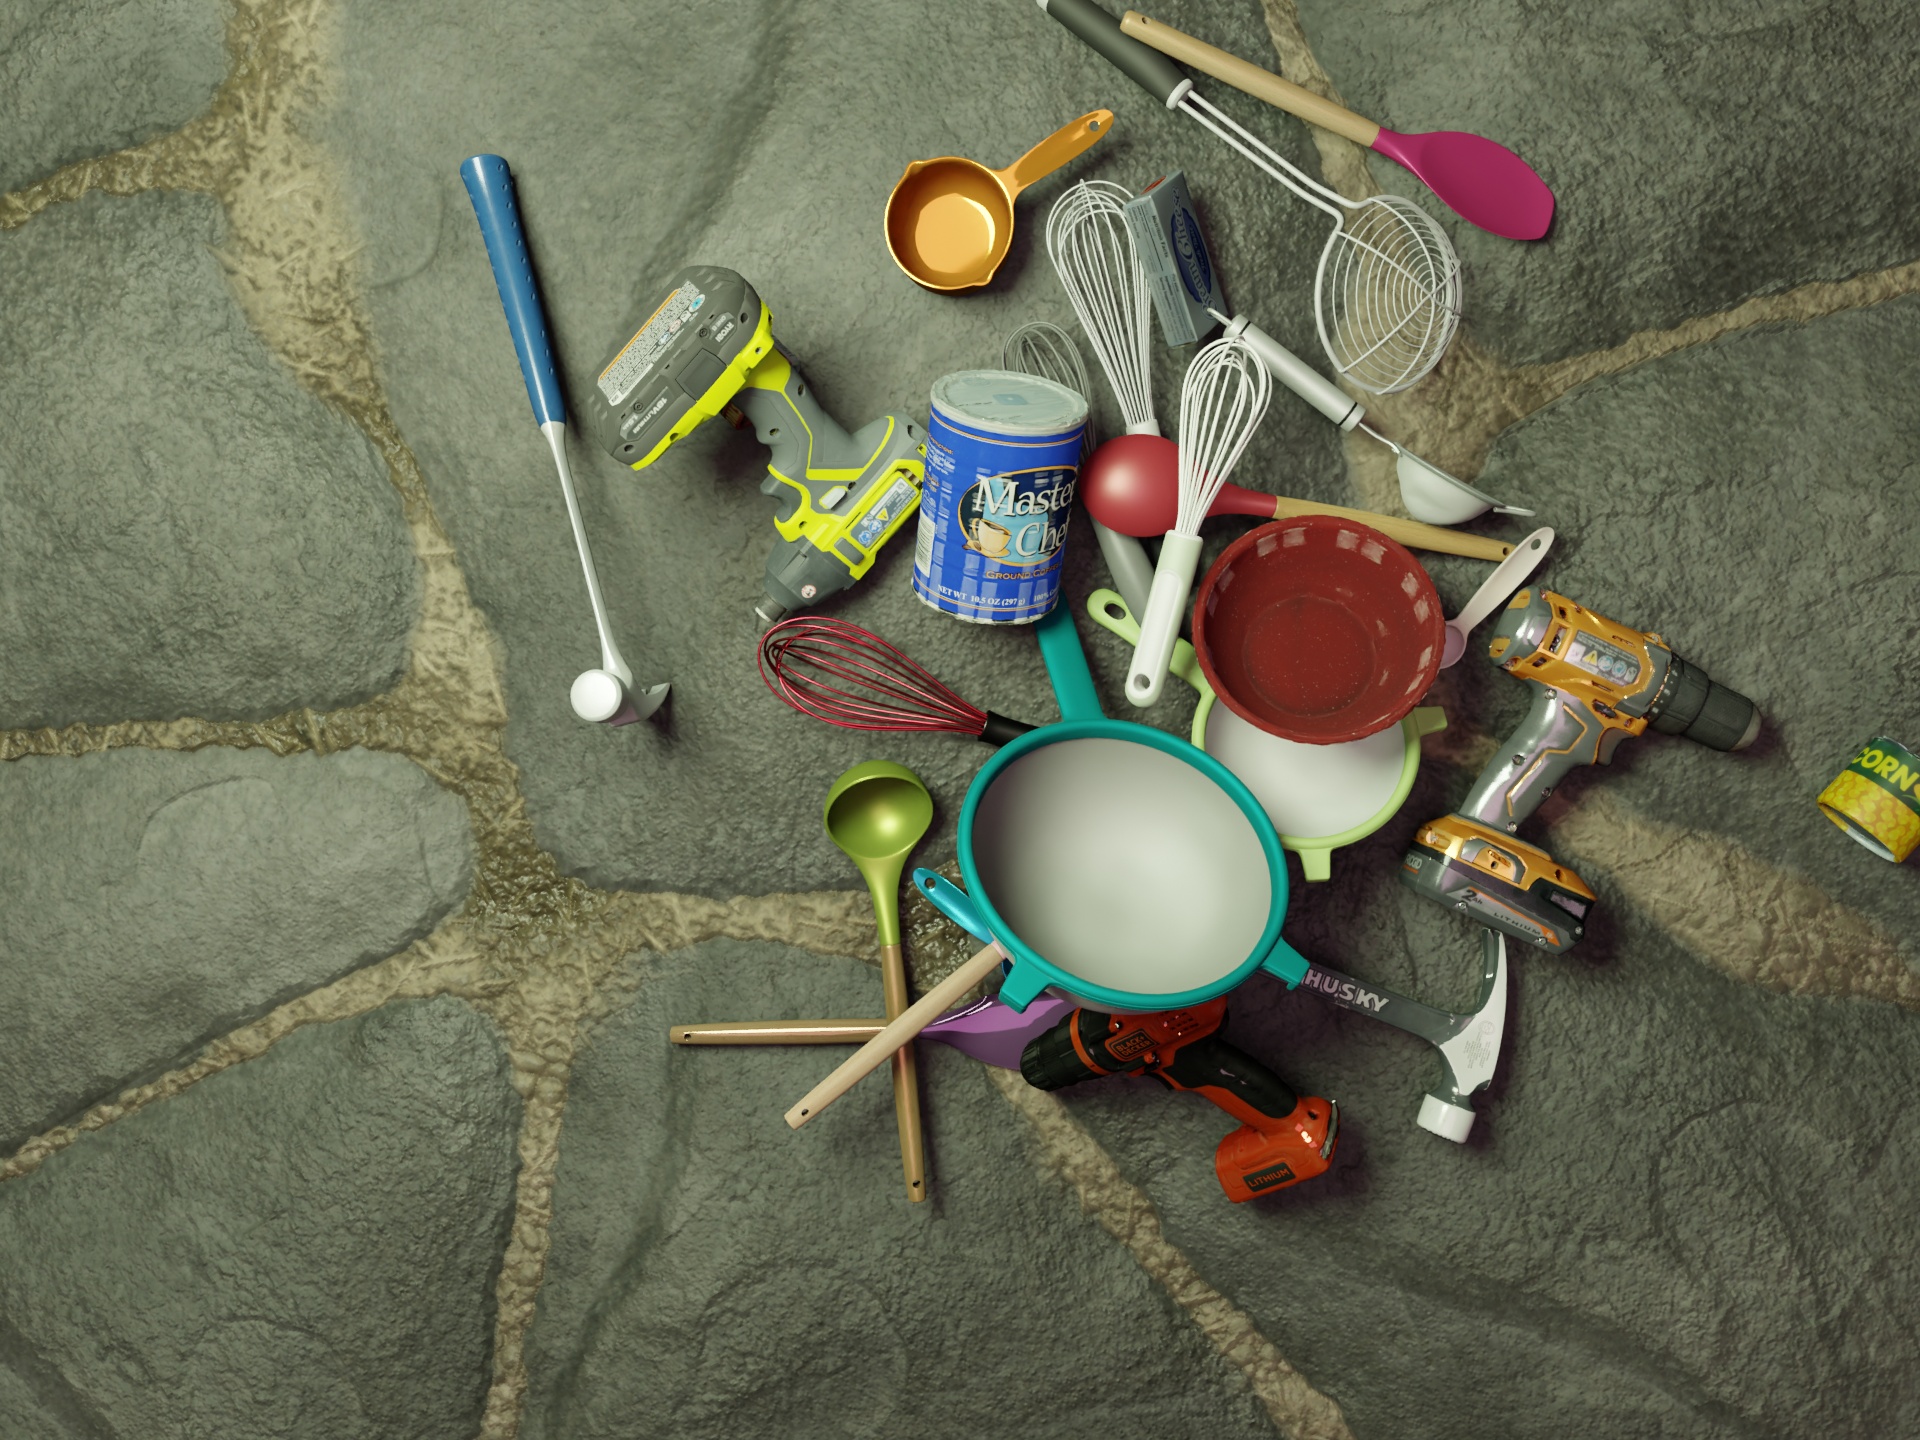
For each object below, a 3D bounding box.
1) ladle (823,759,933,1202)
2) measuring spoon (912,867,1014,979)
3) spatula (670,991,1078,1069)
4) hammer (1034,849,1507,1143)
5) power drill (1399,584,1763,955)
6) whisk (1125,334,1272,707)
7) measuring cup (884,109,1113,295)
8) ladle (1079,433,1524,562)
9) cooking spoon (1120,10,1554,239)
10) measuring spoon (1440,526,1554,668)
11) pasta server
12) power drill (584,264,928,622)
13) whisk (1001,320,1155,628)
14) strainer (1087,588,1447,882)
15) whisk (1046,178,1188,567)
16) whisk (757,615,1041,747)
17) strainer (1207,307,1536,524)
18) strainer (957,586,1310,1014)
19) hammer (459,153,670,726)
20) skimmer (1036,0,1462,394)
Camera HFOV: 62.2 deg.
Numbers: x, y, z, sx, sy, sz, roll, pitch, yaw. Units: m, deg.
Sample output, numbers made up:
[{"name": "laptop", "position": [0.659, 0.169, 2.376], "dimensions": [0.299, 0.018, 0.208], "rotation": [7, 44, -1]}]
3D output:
[{"name": "ladle", "position": [-0.046, 0.187, 1.130], "dimensions": [0.078, 0.062, 0.320], "rotation": [-6, 91, -7]}, {"name": "measuring spoon", "position": [0.018, 0.148, 1.157], "dimensions": [0.128, 0.021, 0.042], "rotation": [38, 97, 9]}, {"name": "spatula", "position": [-0.056, 0.229, 1.166], "dimensions": [0.316, 0.018, 0.060], "rotation": [-1, 96, 3]}, {"name": "hammer", "position": [0.191, 0.152, 1.102], "dimensions": [0.409, 0.036, 0.149], "rotation": [22, 86, -5]}, {"name": "power drill", "position": [0.423, 0.043, 1.087], "dimensions": [0.185, 0.084, 0.226], "rotation": [24, 92, -1]}, {"name": "whisk", "position": [0.147, -0.127, 1.028], "dimensions": [0.058, 0.059, 0.246], "rotation": [18, 100, 23]}, {"name": "measuring cup", "position": [0.029, -0.358, 1.085], "dimensions": [0.173, 0.052, 0.095], "rotation": [-33, 93, 5]}, {"name": "ladle", "position": [0.236, -0.139, 1.078], "dimensions": [0.315, 0.031, 0.069], "rotation": [9, 91, -9]}, {"name": "cooking spoon", "position": [0.253, -0.400, 1.060], "dimensions": [0.319, 0.017, 0.069], "rotation": [22, 72, -7]}, {"name": "measuring spoon", "position": [0.363, -0.087, 1.102], "dimensions": [0.034, 0.018, 0.124], "rotation": [38, 101, -21]}, {"name": "pasta server", "position": [0.006, 0.180, 1.111], "dimensions": [0.316, 0.040, 0.060], "rotation": [-38, 93, -10]}, {"name": "power drill", "position": [-0.130, -0.174, 1.052], "dimensions": [0.171, 0.080, 0.223], "rotation": [-47, 130, 5]}, {"name": "whisk", "position": [0.092, -0.165, 1.093], "dimensions": [0.055, 0.055, 0.239], "rotation": [-24, 89, 6]}, {"name": "strainer", "position": [0.193, -0.006, 1.108], "dimensions": [0.256, 0.069, 0.151], "rotation": [36, 78, 18]}, {"name": "whisk", "position": [0.118, -0.228, 1.090], "dimensions": [0.070, 0.070, 0.284], "rotation": [-14, 100, 5]}, {"name": "whisk", "position": [-0.002, -0.004, 1.122], "dimensions": [0.296, 0.073, 0.073], "rotation": [19, 97, -5]}, {"name": "strainer", "position": [0.268, -0.197, 1.067], "dimensions": [0.258, 0.087, 0.050], "rotation": [37, 107, -1]}, {"name": "strainer", "position": [0.083, 0.058, 1.053], "dimensions": [0.211, 0.095, 0.341], "rotation": [-2, 52, -15]}, {"name": "hammer", "position": [-0.278, -0.191, 1.102], "dimensions": [0.035, 0.144, 0.405], "rotation": [-16, 86, 3]}, {"name": "skimmer", "position": [0.189, -0.369, 1.080], "dimensions": [0.363, 0.090, 0.127], "rotation": [42, 73, 10]}]
